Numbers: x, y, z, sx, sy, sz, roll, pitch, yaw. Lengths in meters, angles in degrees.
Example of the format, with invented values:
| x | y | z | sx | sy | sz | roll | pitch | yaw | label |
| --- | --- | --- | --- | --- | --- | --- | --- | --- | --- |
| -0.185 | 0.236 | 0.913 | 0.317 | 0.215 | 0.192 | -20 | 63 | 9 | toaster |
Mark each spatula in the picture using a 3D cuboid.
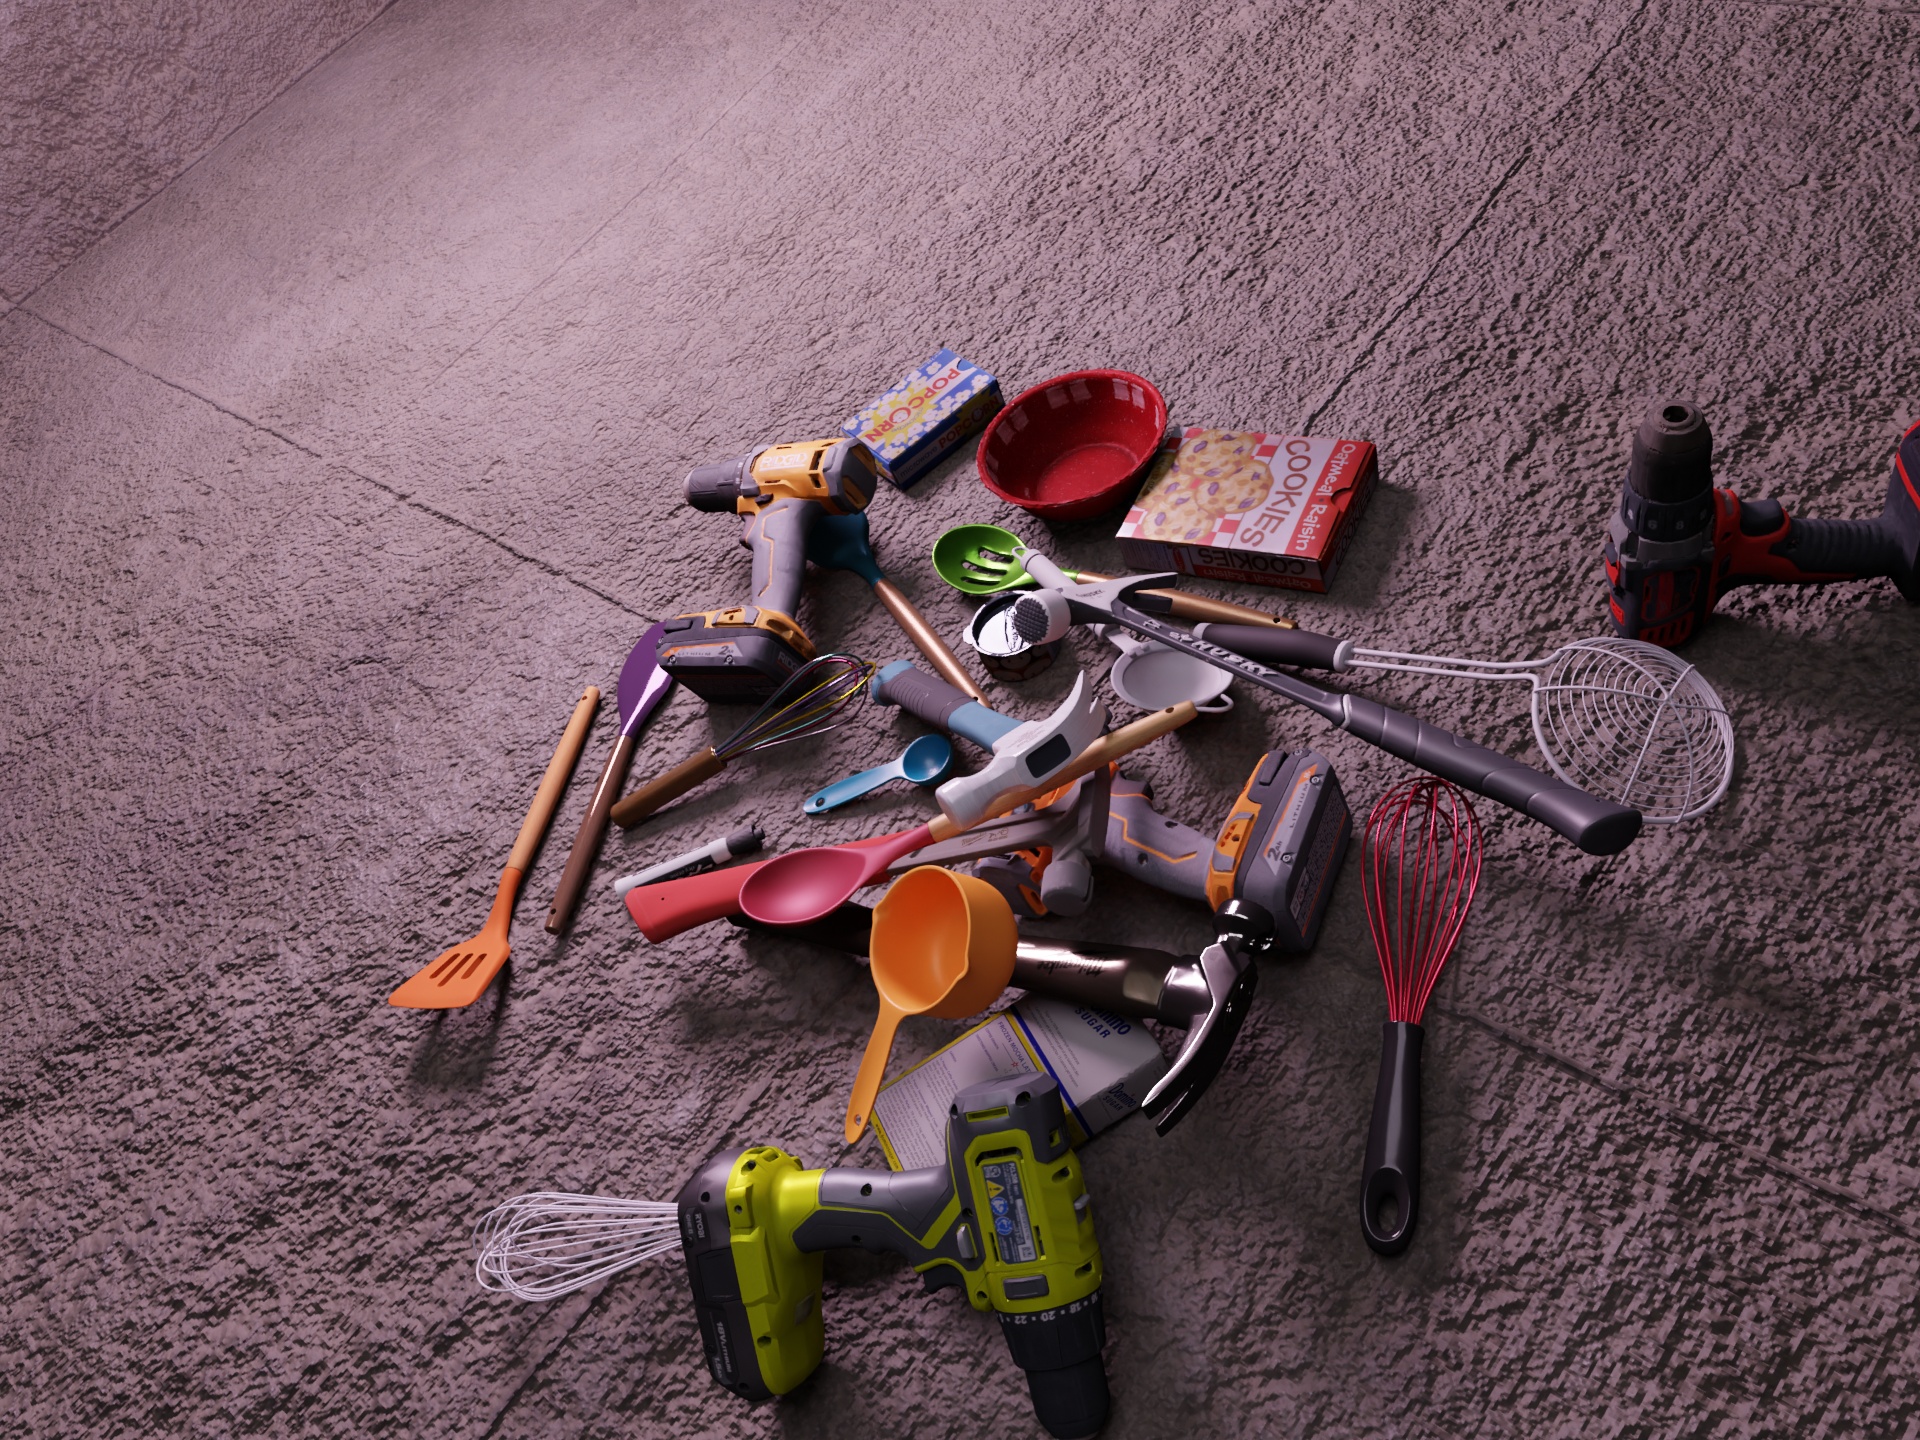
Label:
| x | y | z | sx | sy | sz | roll | pitch | yaw | label |
| --- | --- | --- | --- | --- | --- | --- | --- | --- | --- |
| -0.060 | -0.100 | 1.295 | 0.082 | 0.044 | 0.318 | -44 | 48 | 5 | spatula |
| -0.284 | 0.037 | 1.302 | 0.060 | 0.018 | 0.316 | -7 | 49 | 24 | spatula |
| -0.352 | 0.096 | 1.269 | 0.081 | 0.041 | 0.323 | -3 | 51 | 23 | spatula |

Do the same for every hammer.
| x | y | z | sx | sy | sz | roll | pitch | yaw | label |
| --- | --- | --- | --- | --- | --- | --- | --- | --- | --- |
| 0.232 | -0.013 | 1.018 | 0.409 | 0.036 | 0.149 | 28 | 30 | 35 | hammer |
| -0.002 | -0.003 | 1.092 | 0.128 | 0.033 | 0.331 | -31 | 18 | -11 | hammer |
| -0.070 | 0.091 | 1.076 | 0.359 | 0.036 | 0.149 | -14 | 44 | 24 | hammer |
| -0.007 | 0.155 | 1.021 | 0.411 | 0.038 | 0.146 | 5 | 49 | 39 | hammer |

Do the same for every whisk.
| x | y | z | sx | sy | sz | roll | pitch | yaw | label |
| --- | --- | --- | --- | --- | --- | --- | --- | --- | --- |
| -0.173 | 0.316 | 0.995 | 0.284 | 0.070 | 0.070 | -12 | 49 | 10 | whisk |
| 0.260 | 0.161 | 0.926 | 0.073 | 0.073 | 0.296 | 0 | 59 | 25 | whisk |
| -0.170 | 0.018 | 1.237 | 0.245 | 0.051 | 0.047 | -30 | 50 | 9 | whisk |

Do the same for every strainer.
| x | y | z | sx | sy | sz | roll | pitch | yaw | label |
| --- | --- | --- | --- | --- | --- | --- | --- | --- | --- |
| 0.114 | -0.063 | 1.172 | 0.087 | 0.050 | 0.259 | -25 | 47 | -21 | strainer |

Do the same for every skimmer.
| x | y | z | sx | sy | sz | roll | pitch | yaw | label |
| --- | --- | --- | --- | --- | --- | --- | --- | --- | --- |
| 0.318 | -0.015 | 1.061 | 0.363 | 0.090 | 0.127 | 11 | 52 | 43 | skimmer |

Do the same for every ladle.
| x | y | z | sx | sy | sz | roll | pitch | yaw | label |
| --- | --- | --- | --- | --- | --- | --- | --- | --- | --- |
| 0.005 | 0.059 | 1.008 | 0.315 | 0.031 | 0.069 | -25 | 37 | 8 | ladle |

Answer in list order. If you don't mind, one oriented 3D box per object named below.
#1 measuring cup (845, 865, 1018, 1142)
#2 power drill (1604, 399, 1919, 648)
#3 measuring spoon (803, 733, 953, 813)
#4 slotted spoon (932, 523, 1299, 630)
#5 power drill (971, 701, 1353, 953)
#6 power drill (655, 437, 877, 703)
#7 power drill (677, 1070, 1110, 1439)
| x | y | z | sx | sy | sz | roll | pitch | yaw | label |
| --- | --- | --- | --- | --- | --- | --- | --- | --- | --- |
| -0.021 | 0.173 | 0.952 | 0.095 | 0.052 | 0.173 | 25 | 97 | 49 | measuring cup |
| 0.512 | -0.132 | 0.965 | 0.227 | 0.187 | 0.080 | -9 | 50 | 13 | power drill |
| -0.059 | 0.048 | 1.195 | 0.128 | 0.021 | 0.042 | -22 | 47 | 19 | measuring spoon |
| 0.114 | -0.101 | 1.228 | 0.314 | 0.031 | 0.070 | 16 | 61 | 32 | slotted spoon |
| 0.134 | 0.062 | 1.049 | 0.226 | 0.084 | 0.164 | 6 | 55 | 33 | power drill |
| -0.178 | -0.130 | 1.322 | 0.185 | 0.084 | 0.226 | 1 | 65 | 32 | power drill |
| -0.030 | 0.309 | 0.888 | 0.228 | 0.080 | 0.190 | -14 | 85 | 19 | power drill |
